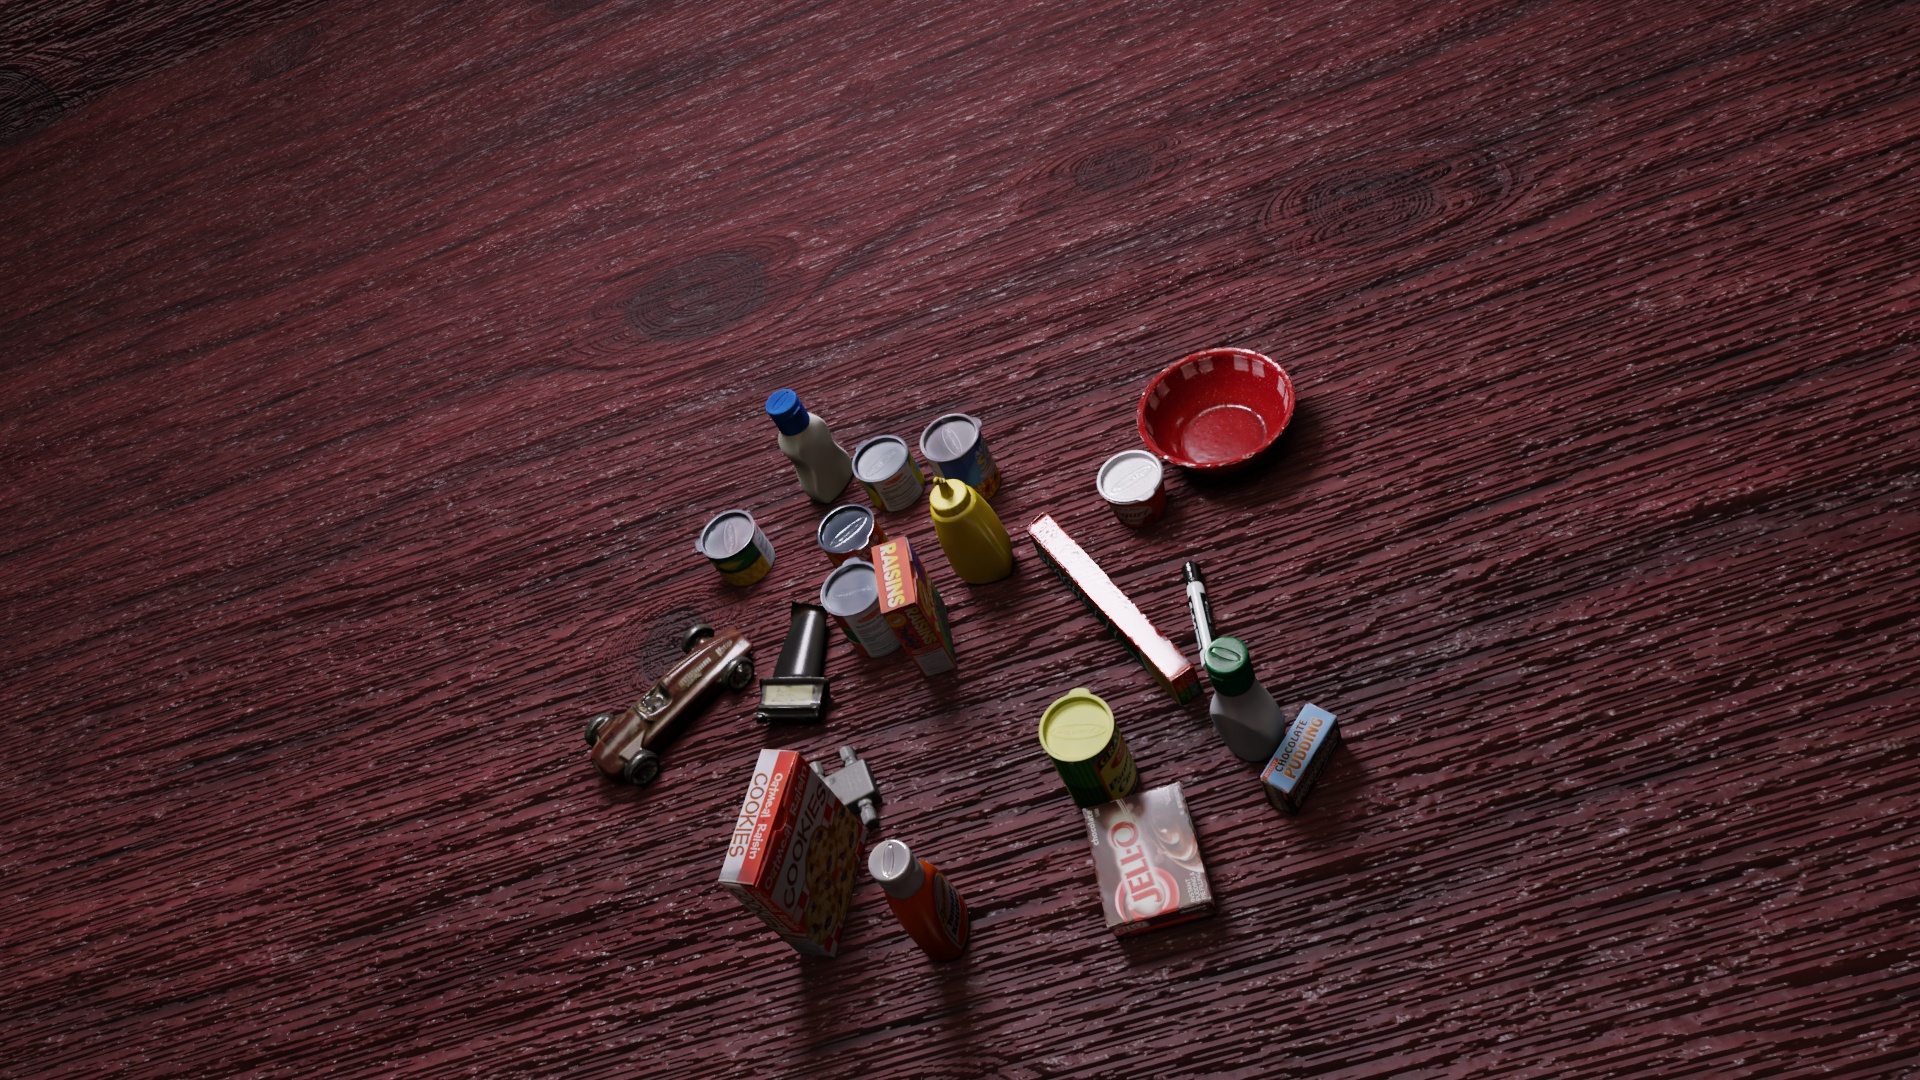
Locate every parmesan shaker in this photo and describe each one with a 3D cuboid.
[{"bbox_3d":[0.115,0.186,1.222,0.071,0.102,0.072,-11,51,14],"label":"parmesan shaker"}]

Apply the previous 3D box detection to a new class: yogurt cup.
[{"bbox_3d":[0.177,-0.050,1.412,0.072,0.053,0.073,-11,51,14],"label":"yogurt cup"}]

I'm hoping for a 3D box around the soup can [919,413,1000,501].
[{"bbox_3d":[0.003,-0.086,1.493,0.071,0.083,0.072,-11,51,14],"label":"soup can"}]

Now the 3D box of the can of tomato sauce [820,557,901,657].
[{"bbox_3d":[-0.096,0.069,1.413,0.071,0.082,0.071,-11,51,14],"label":"can of tomato sauce"}]

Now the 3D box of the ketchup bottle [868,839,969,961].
[{"bbox_3d":[-0.035,0.298,1.166,0.043,0.148,0.065,-11,51,15],"label":"ketchup bottle"}]

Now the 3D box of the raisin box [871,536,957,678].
[{"bbox_3d":[-0.045,0.067,1.367,0.040,0.123,0.086,-18,49,9],"label":"raisin box"}]

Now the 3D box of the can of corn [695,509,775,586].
[{"bbox_3d":[-0.249,0.010,1.539,0.071,0.058,0.071,-11,51,14],"label":"can of corn"}]

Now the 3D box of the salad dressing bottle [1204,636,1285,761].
[{"bbox_3d":[0.238,0.135,1.180,0.064,0.147,0.044,19,64,33],"label":"salad dressing bottle"}]

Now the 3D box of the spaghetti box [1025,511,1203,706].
[{"bbox_3d":[0.144,0.062,1.341,0.029,0.050,0.251,-36,49,-6],"label":"spaghetti box"}]

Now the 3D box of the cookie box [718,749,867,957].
[{"bbox_3d":[-0.141,0.275,1.215,0.040,0.166,0.123,-1,54,22],"label":"cookie box"}]

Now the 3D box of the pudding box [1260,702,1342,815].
[{"bbox_3d":[0.291,0.186,1.184,0.030,0.049,0.084,24,66,35],"label":"pudding box"}]

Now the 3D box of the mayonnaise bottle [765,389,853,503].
[{"bbox_3d":[-0.169,-0.107,1.537,0.041,0.147,0.065,20,64,33],"label":"mayonnaise bottle"}]

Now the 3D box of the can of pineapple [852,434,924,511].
[{"bbox_3d":[-0.080,-0.075,1.536,0.071,0.057,0.071,-11,51,14],"label":"can of pineapple"}]

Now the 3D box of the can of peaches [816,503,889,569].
[{"bbox_3d":[-0.112,0.004,1.487,0.071,0.057,0.071,-11,51,14],"label":"can of peaches"}]

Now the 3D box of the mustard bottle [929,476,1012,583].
[{"bbox_3d":[0.005,-0.017,1.388,0.065,0.159,0.049,-13,51,14],"label":"mustard bottle"}]
